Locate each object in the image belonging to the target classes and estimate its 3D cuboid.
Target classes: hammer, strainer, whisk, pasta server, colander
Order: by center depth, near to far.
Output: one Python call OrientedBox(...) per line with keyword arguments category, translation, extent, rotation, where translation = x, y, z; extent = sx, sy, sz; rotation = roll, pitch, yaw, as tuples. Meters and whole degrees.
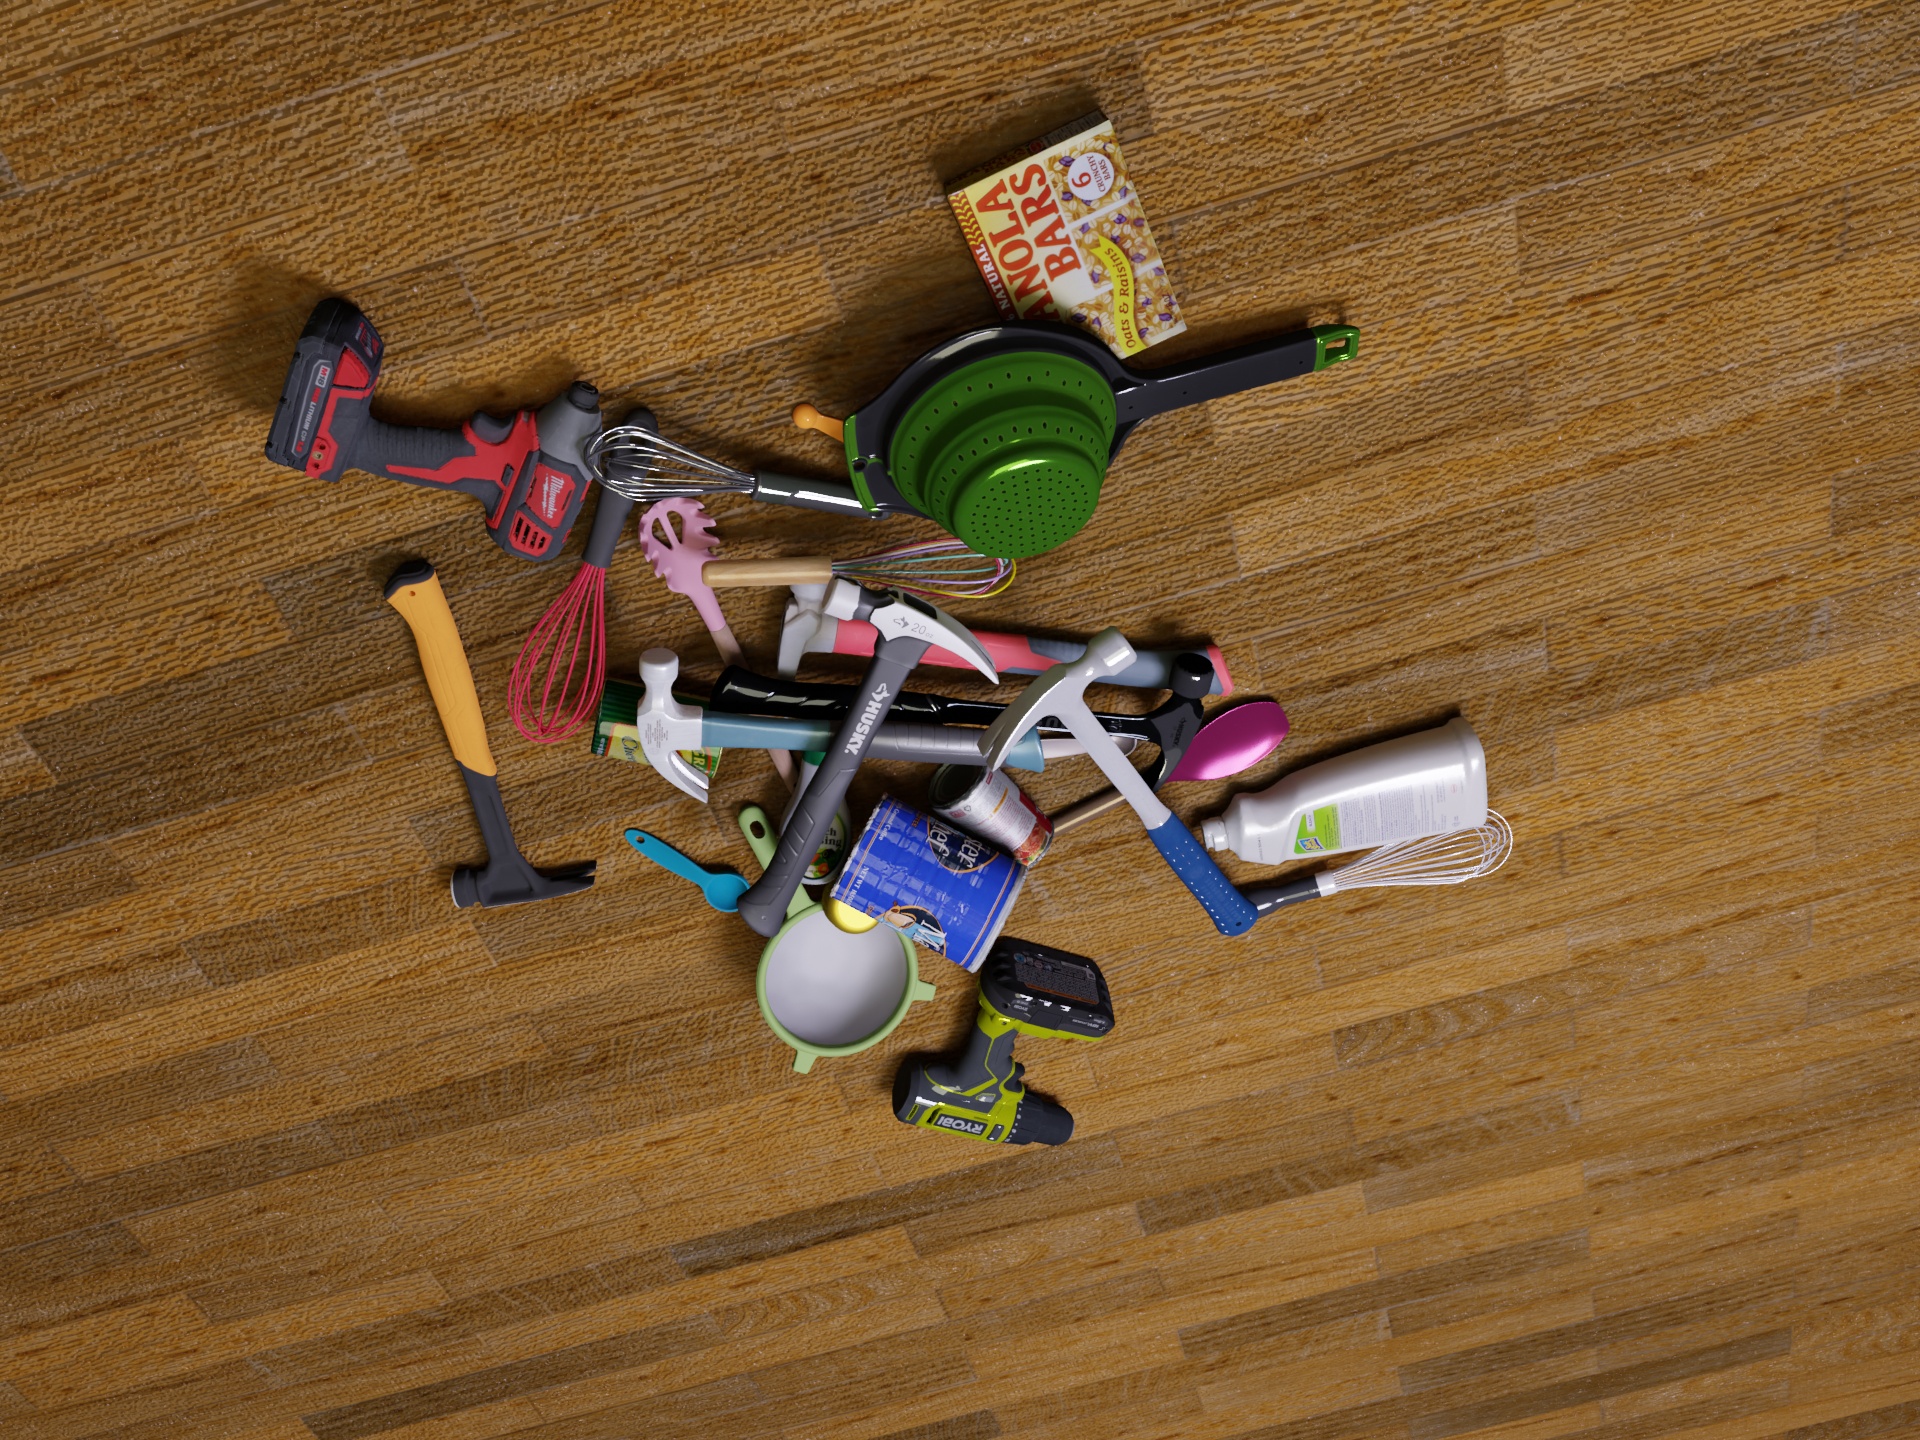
OrientedBox(category="colander", translation=(0.117, -0.208, 1.173), extent=(0.397, 0.095, 0.204), rotation=(-15, 146, -3))
OrientedBox(category="whisk", translation=(-0.162, -0.179, 1.201), extent=(0.246, 0.059, 0.057), rotation=(6, 149, -26))
OrientedBox(category="whisk", translation=(-0.078, -0.116, 1.238), extent=(0.245, 0.051, 0.047), rotation=(-2, 93, -3))
OrientedBox(category="whisk", translation=(-0.292, -0.108, 1.250), extent=(0.073, 0.073, 0.295), rotation=(17, 114, -17))
OrientedBox(category="hammer", translation=(-0.095, 0.045, 1.261), extent=(0.146, 0.035, 0.334), rotation=(19, 119, -17))
OrientedBox(category="hammer", translation=(-0.093, 0.013, 1.281), extent=(0.331, 0.033, 0.128), rotation=(4, 124, -9))
OrientedBox(category="pasta server", translation=(-0.187, -0.053, 1.308), extent=(0.060, 0.040, 0.315), rotation=(-31, 126, -13))
OrientedBox(category="hammer", translation=(-0.002, -0.004, 1.321), extent=(0.409, 0.036, 0.149), rotation=(5, 127, -9))
OrientedBox(category="hammer", translation=(-0.404, 0.018, 1.332), extent=(0.127, 0.034, 0.336), rotation=(-8, 124, -1))
OrientedBox(category="hammer", translation=(0.040, -0.044, 1.340), extent=(0.386, 0.038, 0.143), rotation=(6, 124, -11))
OrientedBox(category="hammer", translation=(0.158, 0.081, 1.352), extent=(0.144, 0.035, 0.405), rotation=(-36, 134, 6))
OrientedBox(category="strainer", translation=(-0.142, 0.184, 1.463), extent=(0.151, 0.069, 0.256), rotation=(-29, 105, -10))
OrientedBox(category="whisk", translation=(0.375, 0.143, 1.497), extent=(0.284, 0.070, 0.070), rotation=(-17, 124, 11))

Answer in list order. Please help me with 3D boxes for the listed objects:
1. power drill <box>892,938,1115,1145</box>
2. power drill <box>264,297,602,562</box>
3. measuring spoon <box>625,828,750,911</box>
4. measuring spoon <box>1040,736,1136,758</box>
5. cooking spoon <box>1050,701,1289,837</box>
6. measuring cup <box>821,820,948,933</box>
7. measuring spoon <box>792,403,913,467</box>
OrientedBox(category="power drill", translation=(0.059, 0.334, 1.575), extent=(0.190, 0.080, 0.228), rotation=(17, 123, -17))
OrientedBox(category="power drill", translation=(-0.374, -0.213, 1.158), extent=(0.219, 0.079, 0.143), rotation=(20, 120, -22))
OrientedBox(category="measuring spoon", translation=(-0.246, 0.129, 1.440), extent=(0.128, 0.021, 0.042), rotation=(34, 114, -15))
OrientedBox(category="measuring spoon", translation=(0.093, 0.019, 1.406), extent=(0.124, 0.018, 0.034), rotation=(-5, 125, 5))
OrientedBox(category="cooking spoon", translation=(0.148, 0.066, 1.438), extent=(0.319, 0.017, 0.068), rotation=(-27, 126, 11))
OrientedBox(category="measuring cup", translation=(-0.054, 0.134, 1.426), extent=(0.156, 0.029, 0.062), rotation=(-36, 107, -5))
OrientedBox(category="measuring spoon", translation=(-0.075, -0.215, 1.227), extent=(0.116, 0.011, 0.021), rotation=(20, 120, -19))
